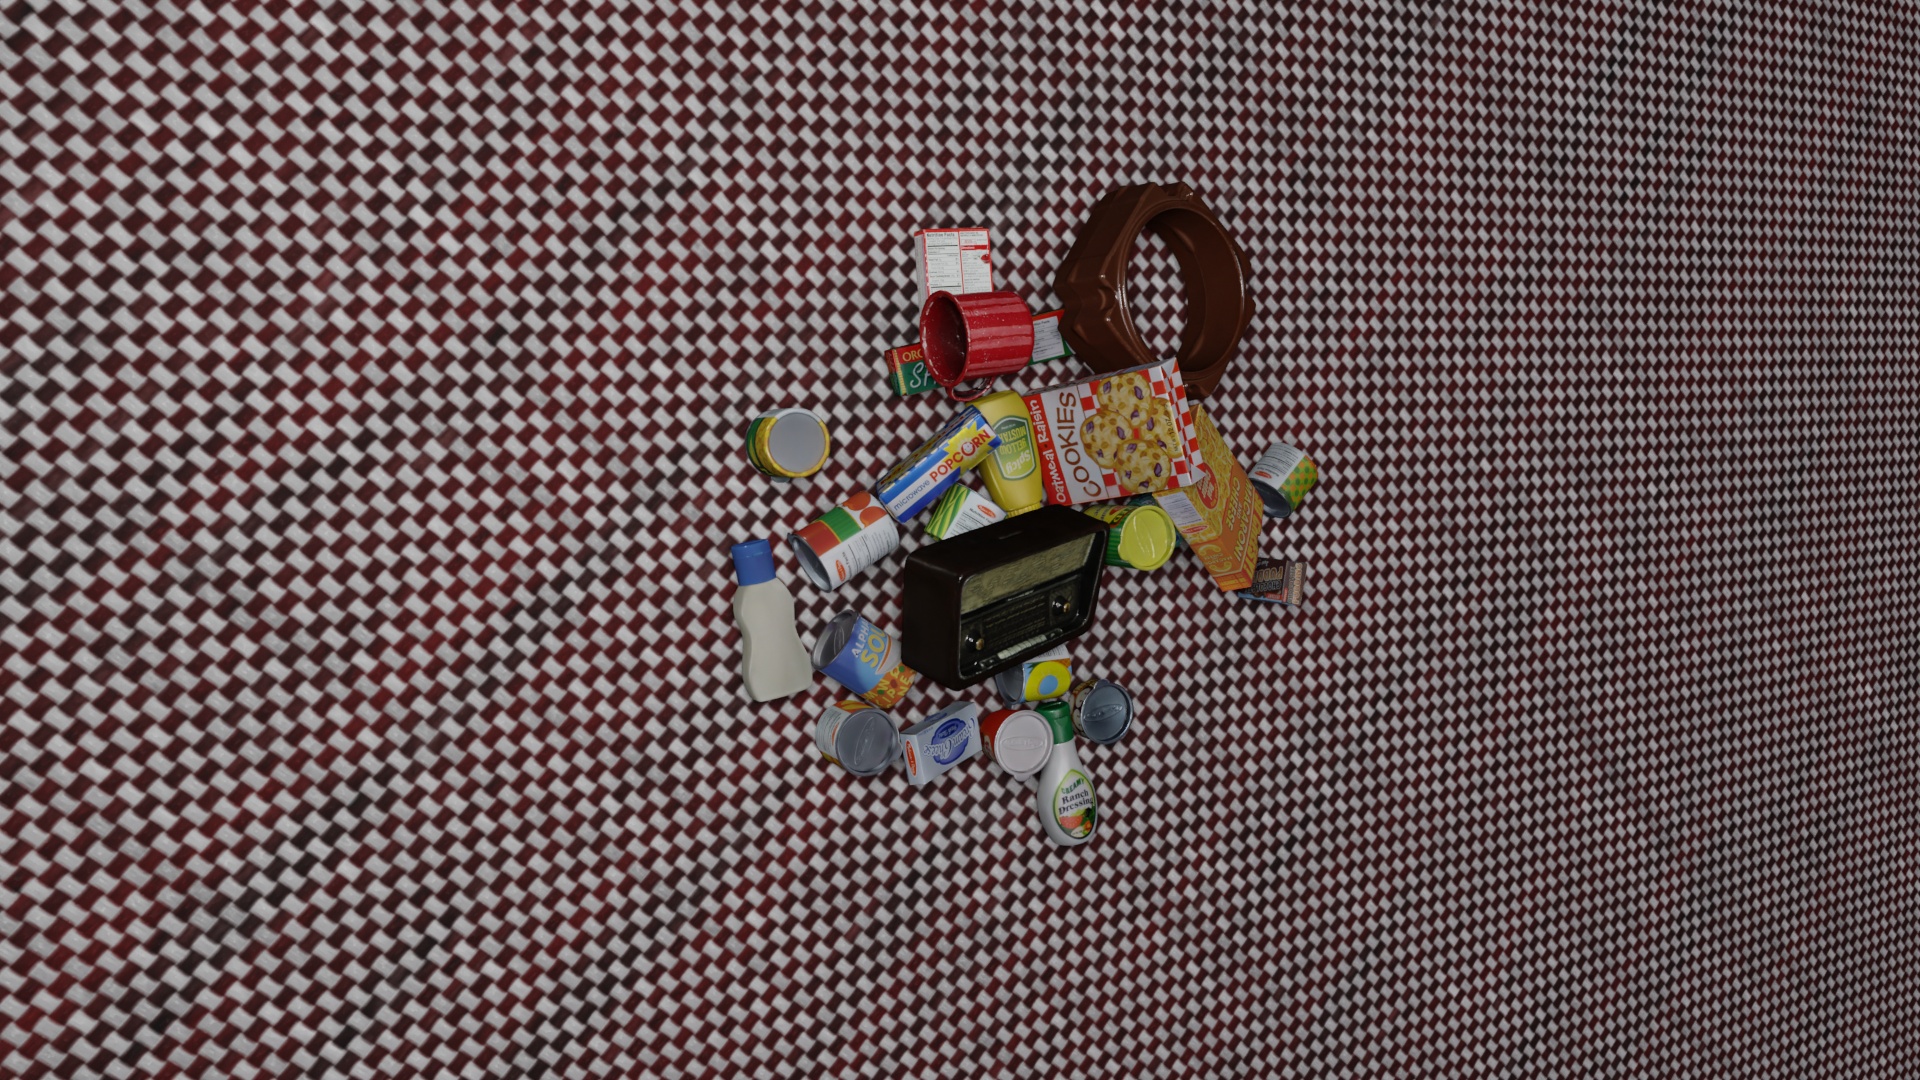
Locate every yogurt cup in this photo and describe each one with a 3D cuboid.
[{"bbox_3d":[0.054,0.205,1.429,0.072,0.054,0.072,-2,93,-26],"label":"yogurt cup"}]

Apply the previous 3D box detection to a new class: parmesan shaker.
[{"bbox_3d":[0.165,-0.004,1.447,0.071,0.103,0.071,-1,93,-27],"label":"parmesan shaker"}]

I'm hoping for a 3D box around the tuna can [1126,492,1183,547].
[{"bbox_3d":[0.207,-0.019,1.485,0.033,0.071,0.071,-22,102,-23],"label":"tuna can"}]

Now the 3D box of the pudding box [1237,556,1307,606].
[{"bbox_3d":[0.348,0.045,1.551,0.030,0.083,0.049,10,89,-24],"label":"pudding box"}]

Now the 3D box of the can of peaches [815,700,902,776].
[{"bbox_3d":[-0.099,0.192,1.351,0.071,0.058,0.071,-1,93,-27],"label":"can of peaches"}]

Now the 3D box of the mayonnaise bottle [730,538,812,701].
[{"bbox_3d":[-0.184,0.074,1.313,0.065,0.041,0.148,-14,98,-25],"label":"mayonnaise bottle"}]

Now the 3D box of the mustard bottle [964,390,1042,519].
[{"bbox_3d":[0.053,-0.071,1.418,0.065,0.049,0.160,-21,101,-18],"label":"mustard bottle"}]

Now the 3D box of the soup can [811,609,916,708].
[{"bbox_3d":[-0.090,0.114,1.345,0.083,0.071,0.071,35,78,-24],"label":"soup can"}]

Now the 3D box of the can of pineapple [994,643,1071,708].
[{"bbox_3d":[0.074,0.134,1.430,0.058,0.071,0.071,-5,95,-26],"label":"can of pineapple"}]

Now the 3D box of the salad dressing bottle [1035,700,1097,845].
[{"bbox_3d":[0.107,0.244,1.463,0.064,0.044,0.147,-14,98,-26],"label":"salad dressing bottle"}]

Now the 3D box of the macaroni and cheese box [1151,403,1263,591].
[{"bbox_3d":[0.268,-0.044,1.483,0.166,0.040,0.124,49,43,-34],"label":"macaroni and cheese box"}]

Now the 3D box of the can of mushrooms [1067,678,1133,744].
[{"bbox_3d":[0.149,0.180,1.487,0.071,0.033,0.071,-2,94,-26],"label":"can of mushrooms"}]

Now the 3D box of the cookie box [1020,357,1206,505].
[{"bbox_3d":[0.151,-0.106,1.402,0.040,0.167,0.122,-31,107,-52],"label":"cookie box"}]

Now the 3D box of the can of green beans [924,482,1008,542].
[{"bbox_3d":[0.005,-0.017,1.385,0.071,0.071,0.058,33,85,-24],"label":"can of green beans"}]

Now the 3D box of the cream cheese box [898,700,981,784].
[{"bbox_3d":[-0.019,0.201,1.385,0.104,0.024,0.053,-21,104,-53],"label":"cream cheese box"}]

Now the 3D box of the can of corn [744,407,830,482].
[{"bbox_3d":[-0.162,-0.089,1.306,0.071,0.058,0.071,-1,93,-26],"label":"can of corn"}]

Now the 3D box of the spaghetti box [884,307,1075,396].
[{"bbox_3d":[0.040,-0.197,1.417,0.251,0.028,0.050,-17,99,-25],"label":"spaghetti box"}]

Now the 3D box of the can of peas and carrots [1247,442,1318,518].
[{"bbox_3d":[0.360,-0.066,1.563,0.071,0.071,0.059,47,73,-21],"label":"can of peas and carrots"}]

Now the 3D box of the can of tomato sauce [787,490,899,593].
[{"bbox_3d":[-0.112,-0.001,1.332,0.083,0.071,0.071,-34,107,-21],"label":"can of tomato sauce"}]

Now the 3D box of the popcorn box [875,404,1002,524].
[{"bbox_3d":[-0.023,-0.074,1.338,0.126,0.085,0.038,-39,101,2],"label":"popcorn box"}]
